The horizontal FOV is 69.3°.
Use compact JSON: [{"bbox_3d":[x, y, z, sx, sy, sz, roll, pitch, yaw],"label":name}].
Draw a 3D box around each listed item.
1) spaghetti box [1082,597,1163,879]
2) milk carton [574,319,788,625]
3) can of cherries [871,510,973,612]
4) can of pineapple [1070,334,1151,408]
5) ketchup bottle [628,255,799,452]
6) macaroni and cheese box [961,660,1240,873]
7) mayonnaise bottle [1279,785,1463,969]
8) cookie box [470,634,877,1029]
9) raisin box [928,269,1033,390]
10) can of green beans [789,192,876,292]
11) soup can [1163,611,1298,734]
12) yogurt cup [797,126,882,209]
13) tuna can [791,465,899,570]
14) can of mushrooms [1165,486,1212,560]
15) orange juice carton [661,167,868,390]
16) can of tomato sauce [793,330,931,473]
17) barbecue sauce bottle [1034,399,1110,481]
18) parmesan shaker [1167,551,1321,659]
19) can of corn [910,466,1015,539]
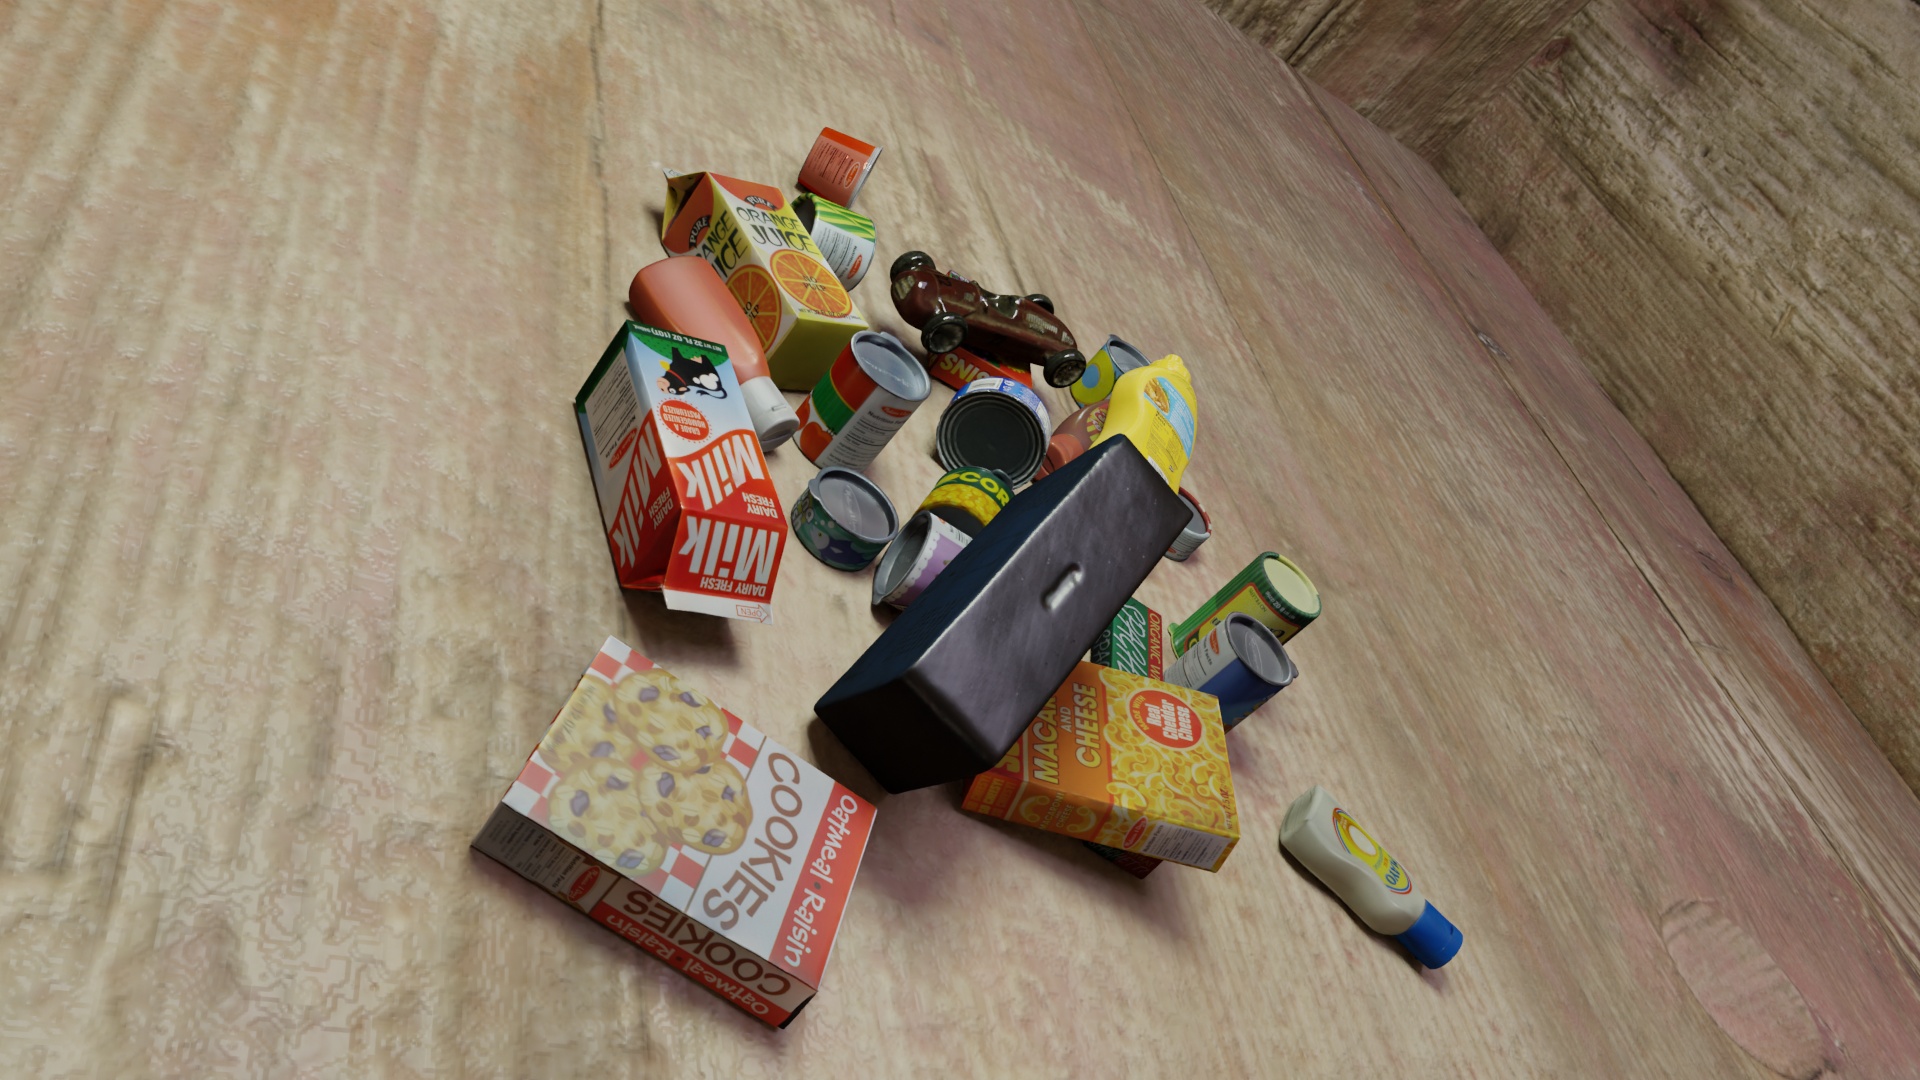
[{"bbox_3d":[0.116,0.124,0.972,0.050,0.028,0.251,33,33,-15],"label":"spaghetti box"},{"bbox_3d":[-0.161,-0.032,0.809,0.072,0.073,0.191,12,43,-41],"label":"milk carton"},{"bbox_3d":[-0.017,0.025,0.913,0.058,0.071,0.072,32,33,-20],"label":"can of cherries"},{"bbox_3d":[0.145,-0.148,1.306,0.071,0.057,0.071,29,34,-22],"label":"can of pineapple"},{"bbox_3d":[-0.164,-0.128,0.948,0.065,0.043,0.149,-21,68,-41],"label":"ketchup bottle"},{"bbox_3d":[0.085,0.133,0.873,0.166,0.040,0.124,16,36,-9],"label":"macaroni and cheese box"},{"bbox_3d":[0.301,0.249,1.016,0.148,0.041,0.065,43,30,2],"label":"mayonnaise bottle"},{"bbox_3d":[-0.130,0.138,0.671,0.167,0.040,0.123,35,32,-11],"label":"cookie box"},{"bbox_3d":[0.015,-0.172,1.208,0.086,0.040,0.124,28,33,-23],"label":"raisin box"},{"bbox_3d":[-0.110,-0.240,1.124,0.058,0.071,0.071,17,40,-36],"label":"can of green beans"},{"bbox_3d":[0.196,0.105,1.032,0.071,0.083,0.072,29,34,-22],"label":"soup can"},{"bbox_3d":[-0.110,-0.332,1.240,0.054,0.072,0.073,28,33,-9],"label":"yogurt cup"},{"bbox_3d":[-0.078,-0.015,0.919,0.071,0.032,0.071,29,34,-22],"label":"tuna can"},{"bbox_3d":[0.186,-0.019,1.219,0.071,0.033,0.071,28,35,-22],"label":"can of mushrooms"},{"bbox_3d":[-0.154,-0.204,1.024,0.072,0.072,0.193,-2,52,-49],"label":"orange juice carton"},{"bbox_3d":[-0.071,-0.097,0.977,0.071,0.082,0.071,29,34,-22],"label":"can of tomato sauce"},{"bbox_3d":[0.106,-0.080,1.193,0.065,0.043,0.149,59,33,4],"label":"barbecue sauce bottle"},{"bbox_3d":[0.223,0.062,1.095,0.071,0.102,0.072,29,34,-22],"label":"parmesan shaker"},{"bbox_3d":[0.003,-0.012,0.971,0.071,0.071,0.058,40,32,-4],"label":"can of corn"}]
